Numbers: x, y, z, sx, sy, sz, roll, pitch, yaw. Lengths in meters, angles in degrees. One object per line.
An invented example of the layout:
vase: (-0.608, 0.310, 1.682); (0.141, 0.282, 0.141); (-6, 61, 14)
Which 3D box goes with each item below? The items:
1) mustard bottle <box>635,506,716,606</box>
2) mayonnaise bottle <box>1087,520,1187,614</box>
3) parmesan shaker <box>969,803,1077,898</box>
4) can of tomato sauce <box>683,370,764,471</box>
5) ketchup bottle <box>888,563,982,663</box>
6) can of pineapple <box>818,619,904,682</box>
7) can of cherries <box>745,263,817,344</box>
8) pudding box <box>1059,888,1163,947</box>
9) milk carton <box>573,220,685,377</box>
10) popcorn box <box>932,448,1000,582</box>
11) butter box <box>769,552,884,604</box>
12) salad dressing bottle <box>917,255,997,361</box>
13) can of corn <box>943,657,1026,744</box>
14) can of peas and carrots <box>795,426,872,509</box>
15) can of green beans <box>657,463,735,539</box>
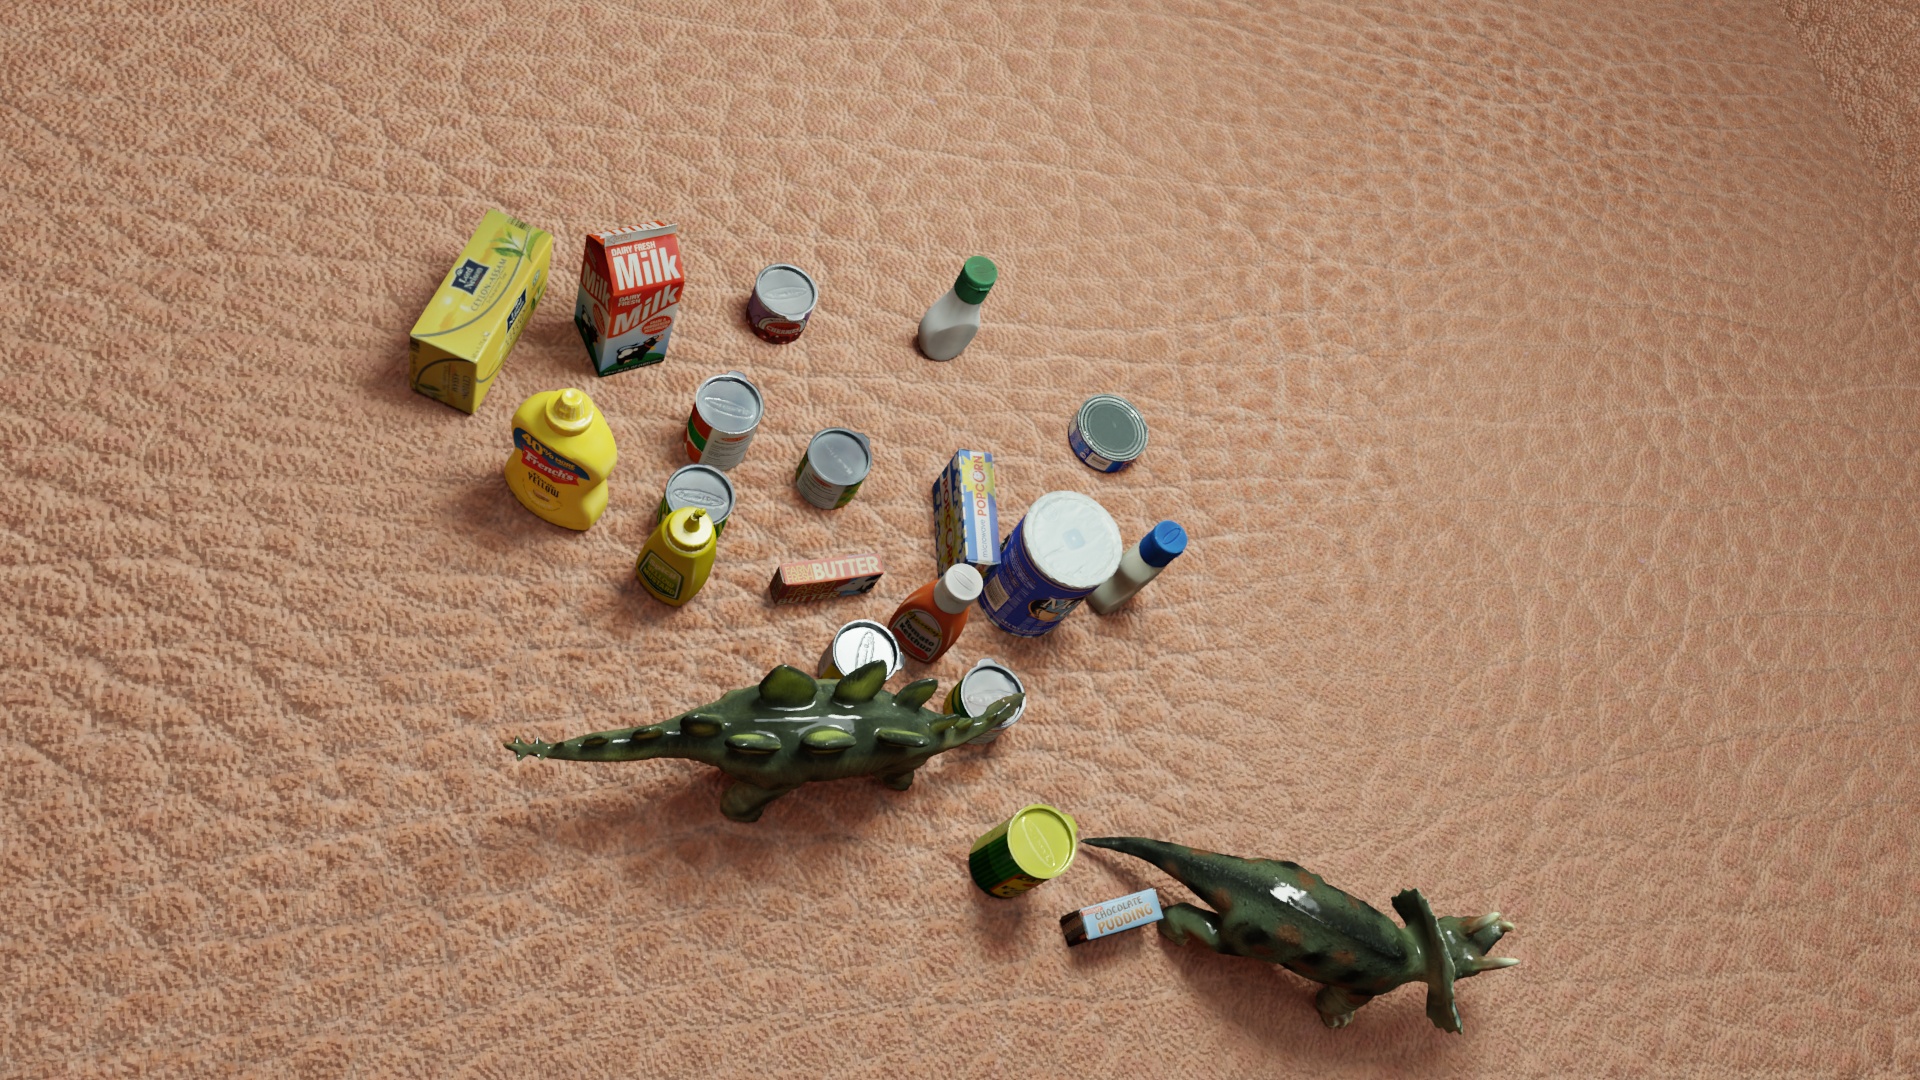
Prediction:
mustard bottle: (-0.253, 0.007, 1.255); (0.065, 0.159, 0.049); (38, 58, 0)
mayonnaise bottle: (0.183, 0.025, 1.423); (0.065, 0.147, 0.041); (-37, 82, -31)
parmesan shaker: (0.058, 0.285, 1.272); (0.071, 0.102, 0.071); (9, 63, -17)
can of tomato sauce: (-0.235, -0.117, 1.369); (0.071, 0.082, 0.071); (9, 63, -17)
ketchup bottle: (-0.020, 0.066, 1.323); (0.065, 0.148, 0.044); (42, 58, 2)
can of pineapple: (-0.096, 0.117, 1.322); (0.071, 0.057, 0.071); (9, 63, -17)
can of cherries: (-0.189, -0.247, 1.465); (0.071, 0.058, 0.072); (9, 63, -17)
pudding box: (0.142, 0.354, 1.302); (0.084, 0.049, 0.030); (-8, 69, -25)
milk carton: (-0.318, -0.241, 1.335); (0.072, 0.189, 0.073); (-19, 73, -28)
popcorn box: (0.005, -0.018, 1.412); (0.038, 0.085, 0.127); (5, 64, -19)
butter box: (-0.130, 0.037, 1.351); (0.104, 0.053, 0.024); (-7, 68, -24)
salad dressing bottle: (-0.001, -0.248, 1.487); (0.064, 0.147, 0.044); (-9, 69, -25)
can of corn: (0.022, 0.157, 1.348); (0.071, 0.058, 0.071); (9, 63, -17)
can of peas and carrots: (-0.127, -0.074, 1.404); (0.071, 0.058, 0.071); (9, 63, -17)
can of green beans: (-0.255, -0.032, 1.334); (0.071, 0.057, 0.071); (9, 63, -17)
